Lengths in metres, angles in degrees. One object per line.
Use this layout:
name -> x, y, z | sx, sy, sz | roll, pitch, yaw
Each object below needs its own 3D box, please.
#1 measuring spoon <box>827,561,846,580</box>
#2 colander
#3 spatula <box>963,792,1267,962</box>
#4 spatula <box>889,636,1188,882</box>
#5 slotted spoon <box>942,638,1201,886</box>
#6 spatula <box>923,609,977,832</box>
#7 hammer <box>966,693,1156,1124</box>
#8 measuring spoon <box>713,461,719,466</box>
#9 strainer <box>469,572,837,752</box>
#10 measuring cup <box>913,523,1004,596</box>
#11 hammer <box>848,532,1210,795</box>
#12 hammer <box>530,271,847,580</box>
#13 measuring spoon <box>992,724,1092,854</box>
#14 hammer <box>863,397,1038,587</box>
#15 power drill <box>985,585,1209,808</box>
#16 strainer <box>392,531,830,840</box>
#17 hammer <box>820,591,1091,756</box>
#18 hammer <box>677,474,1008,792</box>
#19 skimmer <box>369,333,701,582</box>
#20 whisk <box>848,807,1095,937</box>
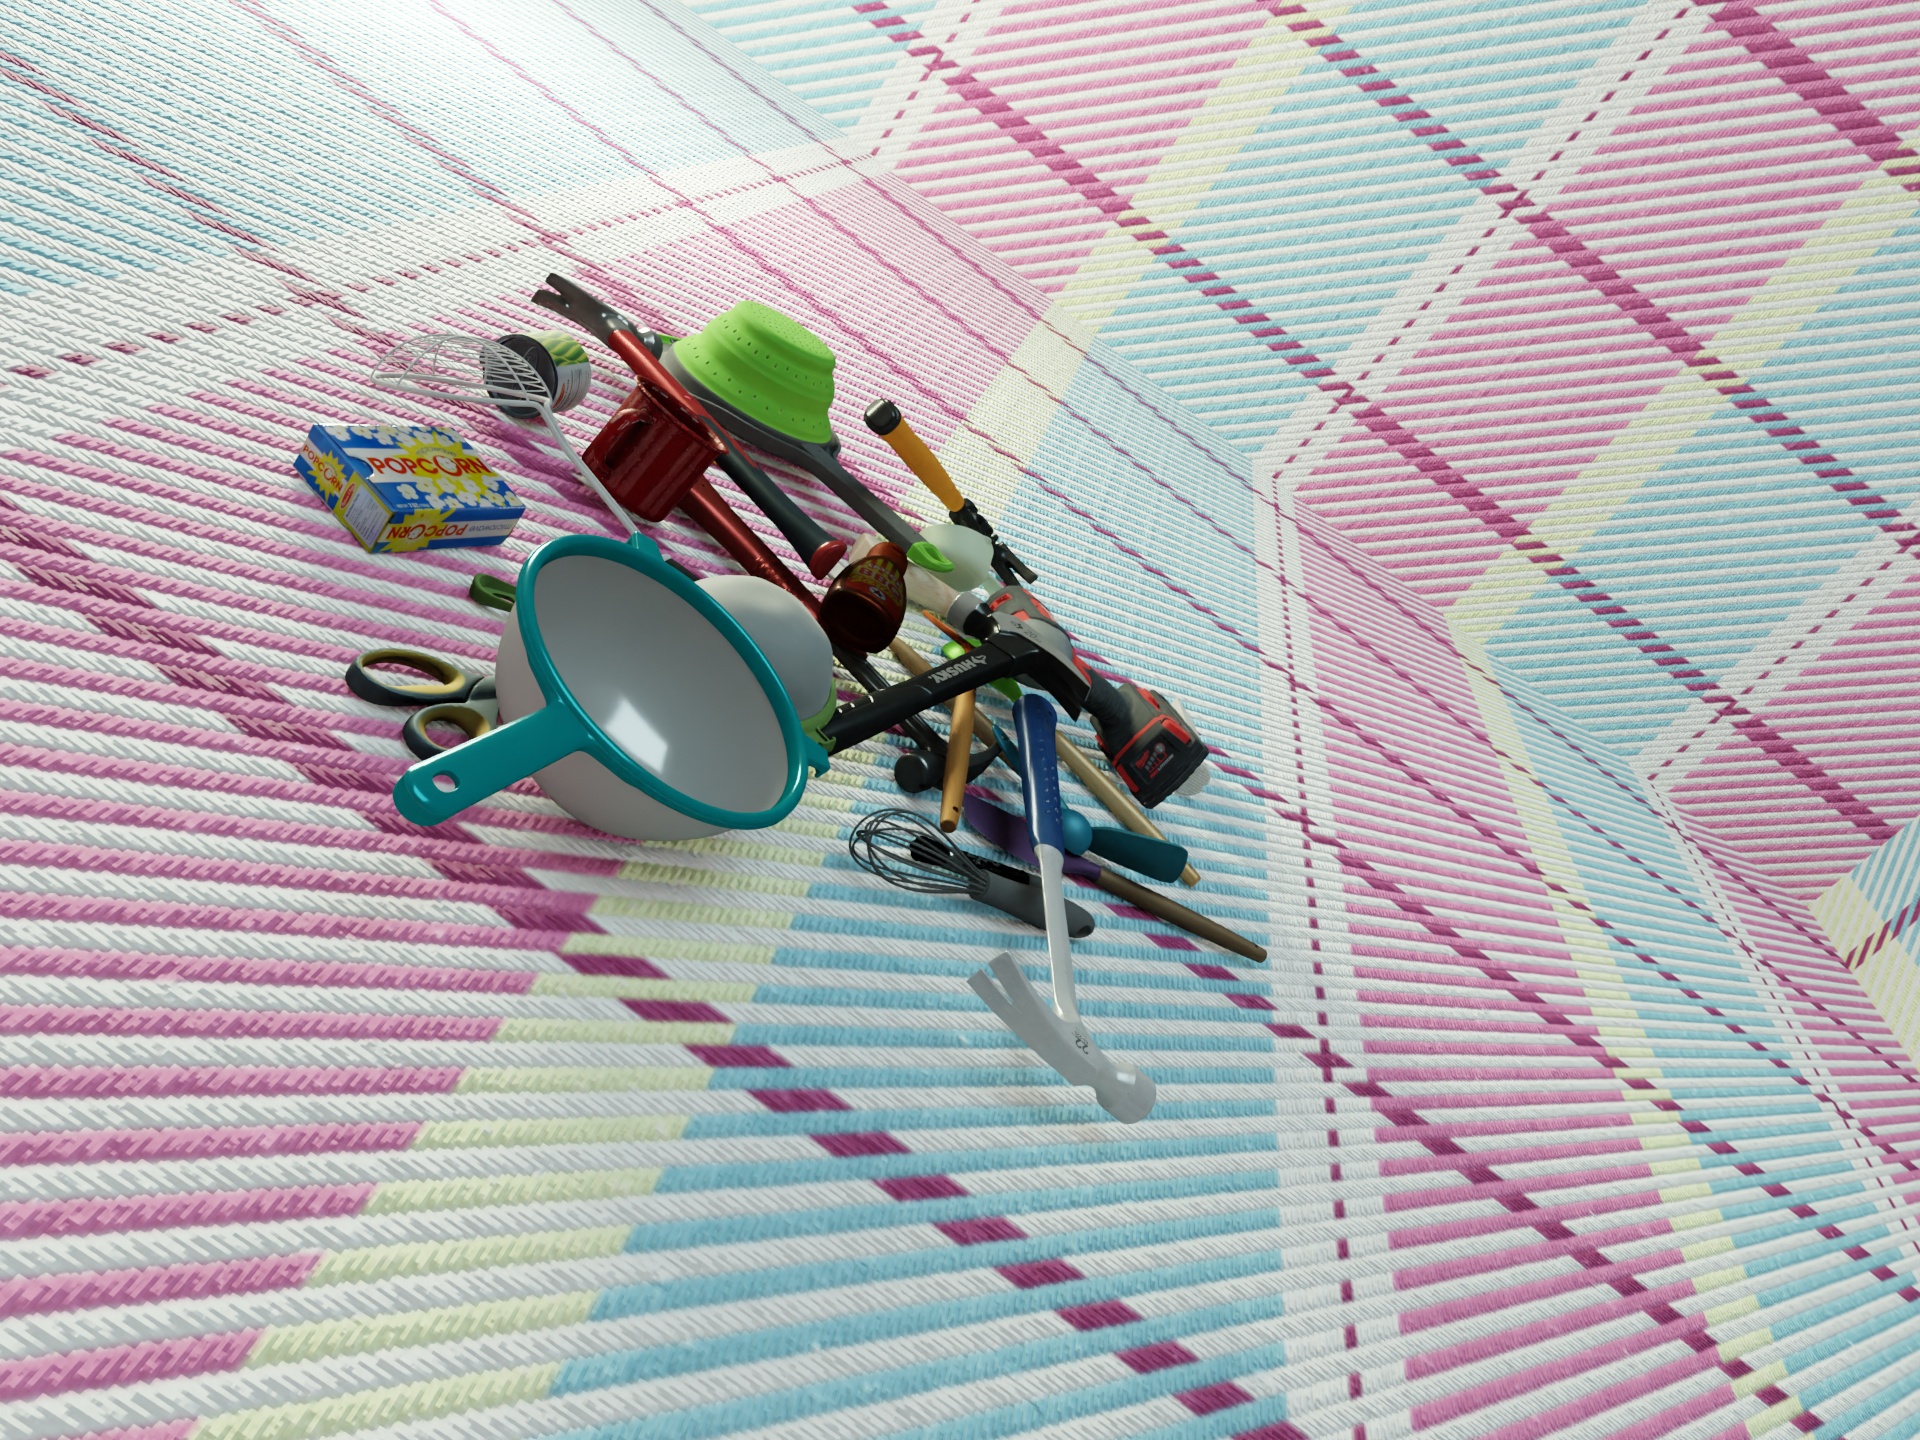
measuring spoon -> -0.109, -0.124, 1.367 | 0.034, 0.018, 0.124 | 41, 7, -3
colander -> -0.132, -0.290, 1.517 | 0.397, 0.094, 0.204 | 42, 21, 20
spatula -> 0.131, 0.136, 1.294 | 0.315, 0.018, 0.060 | 27, 26, -24
spatula -> 0.057, 0.030, 1.339 | 0.318, 0.044, 0.082 | 44, -19, 17
slotted spoon -> 0.102, 0.032, 1.429 | 0.314, 0.031, 0.070 | 46, 20, 10
spatula -> -0.002, -0.004, 1.259 | 0.081, 0.041, 0.323 | 35, 28, -16
hammer -> 0.061, 0.099, 1.137 | 0.144, 0.035, 0.406 | 42, 23, -24
measuring spoon -> -0.246, -0.251, 1.428 | 0.116, 0.011, 0.021 | 24, 28, -32
strainer -> -0.192, -0.071, 1.062 | 0.256, 0.069, 0.152 | 17, 32, -20
measuring cup -> 0.015, -0.132, 1.567 | 0.167, 0.083, 0.038 | 43, 50, -44
hammer -> 0.070, -0.068, 1.546 | 0.410, 0.038, 0.146 | 31, 23, -19
hammer -> -0.224, -0.250, 1.350 | 0.387, 0.038, 0.143 | 47, 13, 30
measuring spoon -> 0.068, 0.051, 1.284 | 0.129, 0.021, 0.042 | 56, 26, 13
hammer -> -0.014, -0.223, 1.560 | 0.127, 0.034, 0.336 | 52, 5, 23
power drill -> 0.115, -0.022, 1.410 | 0.219, 0.078, 0.143 | 39, 11, -31
strainer -> -0.218, 0.015, 0.884 | 0.211, 0.095, 0.340 | 51, 24, 1
hammer -> -0.038, -0.012, 1.180 | 0.146, 0.035, 0.335 | 36, 36, 23
hammer -> -0.114, -0.083, 1.298 | 0.359, 0.036, 0.149 | 46, 24, 13
skimmer -> -0.280, -0.144, 1.168 | 0.363, 0.090, 0.127 | 50, 16, -2
whisk -> 0.016, 0.114, 1.127 | 0.238, 0.055, 0.055 | 26, 26, -39
